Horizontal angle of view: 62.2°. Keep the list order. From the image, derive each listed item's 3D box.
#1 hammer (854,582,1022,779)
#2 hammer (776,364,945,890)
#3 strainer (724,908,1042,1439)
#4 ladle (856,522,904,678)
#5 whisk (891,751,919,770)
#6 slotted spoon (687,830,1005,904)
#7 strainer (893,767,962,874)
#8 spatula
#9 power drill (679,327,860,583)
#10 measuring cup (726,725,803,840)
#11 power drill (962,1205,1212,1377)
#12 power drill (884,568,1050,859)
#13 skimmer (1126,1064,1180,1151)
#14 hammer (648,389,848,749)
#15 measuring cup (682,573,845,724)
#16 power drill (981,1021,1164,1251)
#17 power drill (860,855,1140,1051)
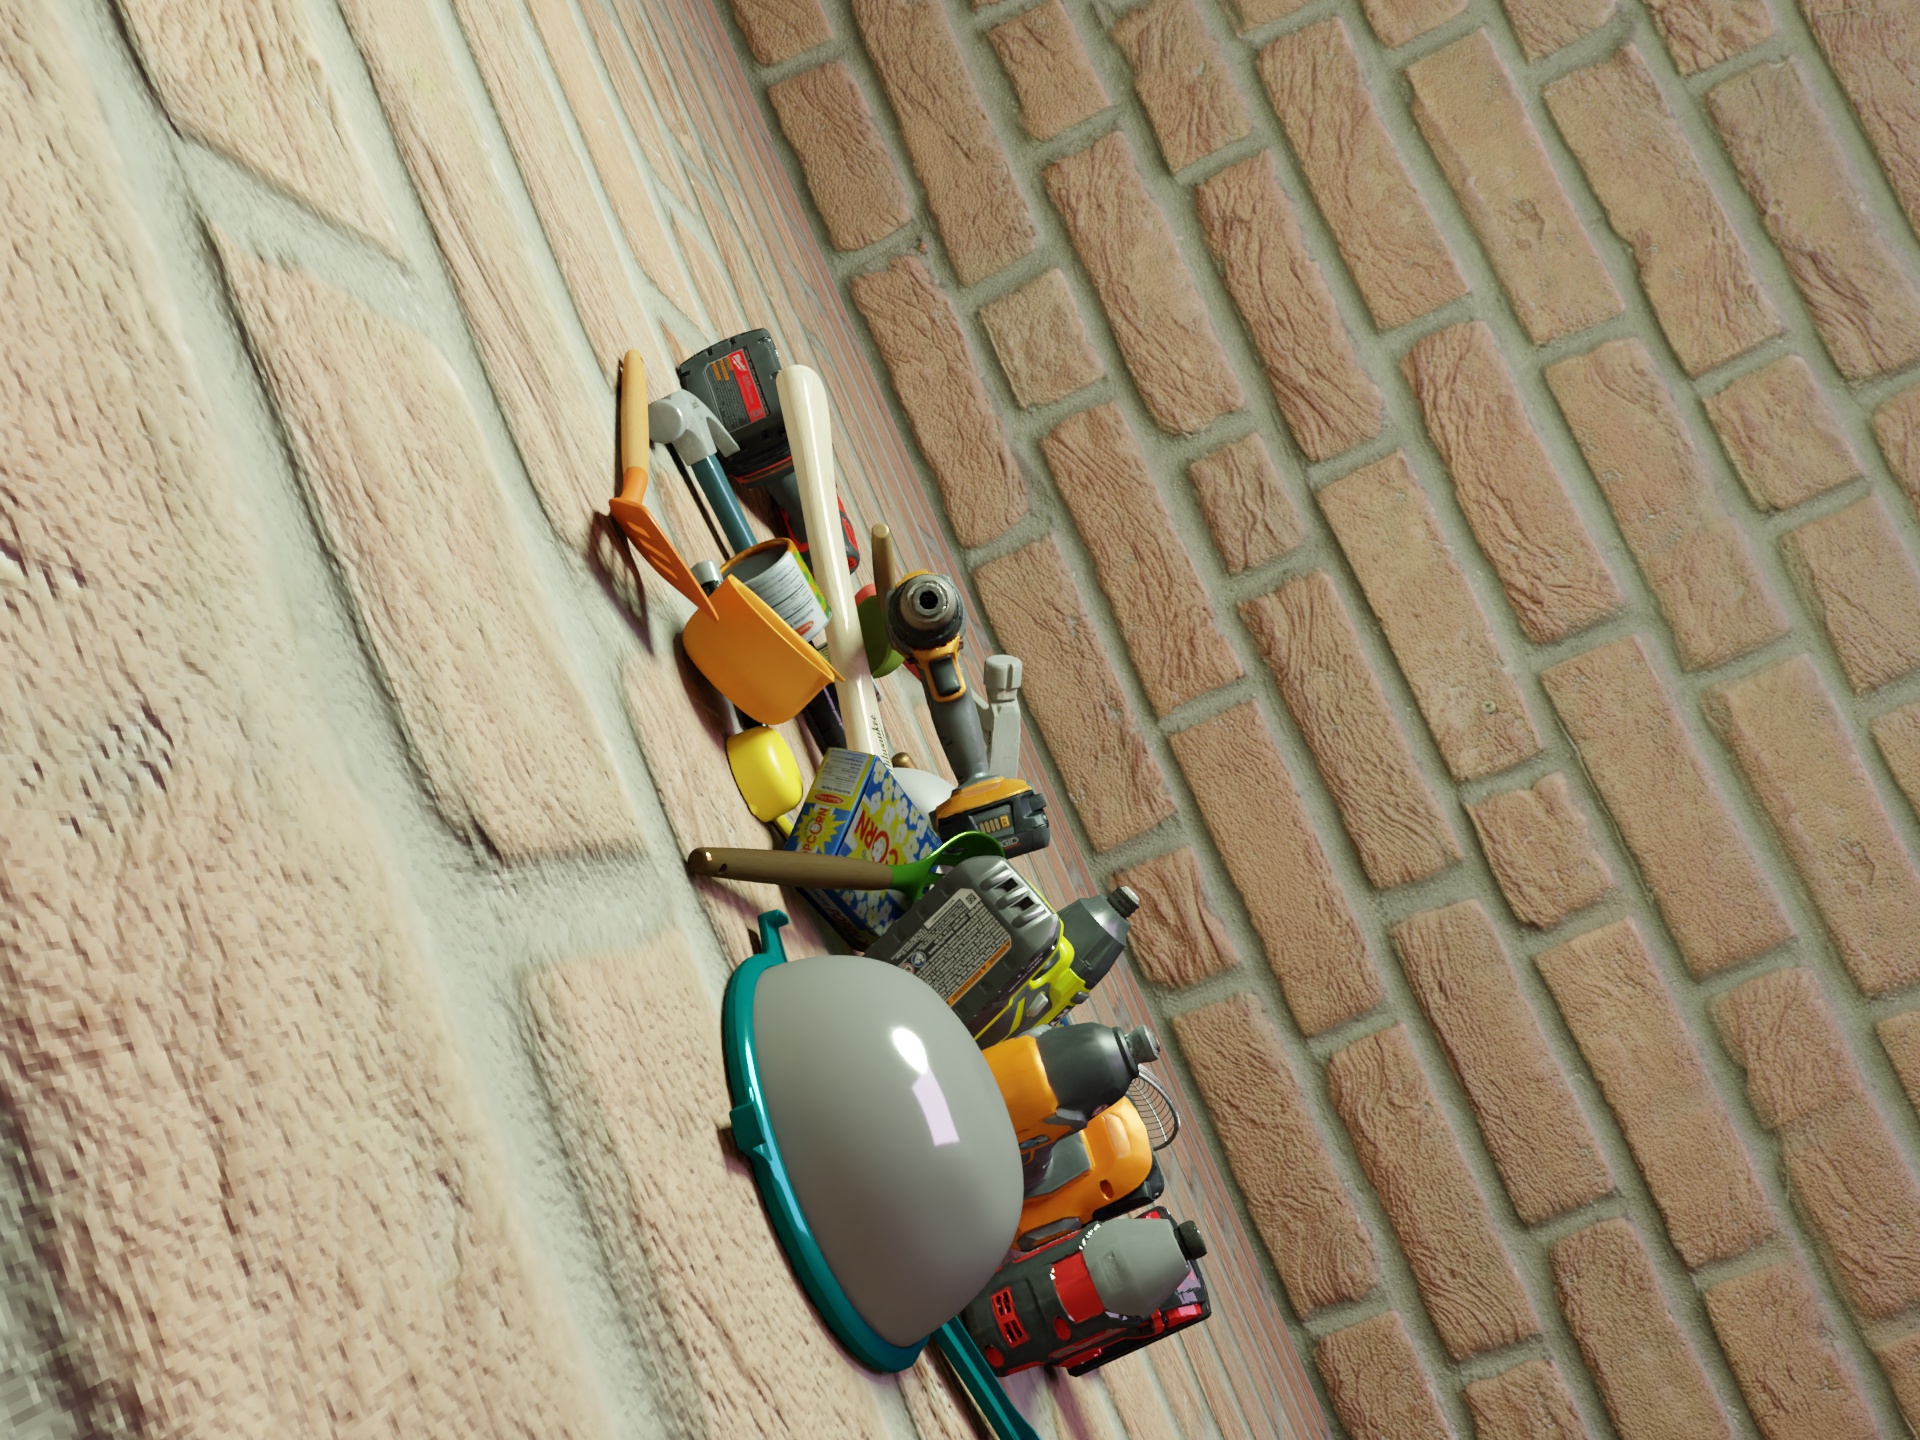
[{"bbox_3d":[-0.030,-0.041,1.470,0.359,0.036,0.149,-135,-135,-58],"label":"hammer"},{"bbox_3d":[-0.089,-0.071,1.153,0.146,0.038,0.411,28,48,-68],"label":"hammer"},{"bbox_3d":[0.000,0.252,0.804,0.340,0.095,0.211,62,7,-20],"label":"strainer"},{"bbox_3d":[-0.074,-0.104,1.325,0.320,0.062,0.078,94,-3,-77],"label":"ladle"},{"bbox_3d":[0.001,0.129,1.492,0.244,0.051,0.047,59,43,-20],"label":"whisk"},{"bbox_3d":[-0.057,0.087,0.915,0.031,0.070,0.313,28,6,28],"label":"slotted spoon"},{"bbox_3d":[-0.041,0.052,1.295,0.152,0.069,0.256,-103,169,-59],"label":"strainer"},{"bbox_3d":[-0.192,-0.164,0.982,0.323,0.041,0.080,-107,170,-53],"label":"spatula"},{"bbox_3d":[-0.160,-0.239,1.368,0.226,0.080,0.188,59,9,-64],"label":"power drill"},{"bbox_3d":[-0.095,0.063,0.986,0.156,0.029,0.062,58,10,-37],"label":"measuring cup"},{"bbox_3d":[0.090,0.349,0.982,0.219,0.143,0.079,57,8,-67],"label":"power drill"},{"bbox_3d":[-0.002,-0.004,1.190,0.185,0.084,0.226,131,-58,-86],"label":"power drill"},{"bbox_3d":[0.089,0.329,1.378,0.363,0.127,0.090,29,68,-61],"label":"skimmer"},{"bbox_3d":[-0.139,-0.087,1.173,0.128,0.033,0.331,-86,152,-74],"label":"hammer"},{"bbox_3d":[-0.115,-0.030,0.988,0.095,0.052,0.173,45,1,16],"label":"measuring cup"},{"bbox_3d":[0.060,0.254,0.989,0.226,0.164,0.084,60,8,-57],"label":"power drill"},{"bbox_3d":[0.031,0.161,1.032,0.080,0.171,0.223,47,6,23],"label":"power drill"}]
